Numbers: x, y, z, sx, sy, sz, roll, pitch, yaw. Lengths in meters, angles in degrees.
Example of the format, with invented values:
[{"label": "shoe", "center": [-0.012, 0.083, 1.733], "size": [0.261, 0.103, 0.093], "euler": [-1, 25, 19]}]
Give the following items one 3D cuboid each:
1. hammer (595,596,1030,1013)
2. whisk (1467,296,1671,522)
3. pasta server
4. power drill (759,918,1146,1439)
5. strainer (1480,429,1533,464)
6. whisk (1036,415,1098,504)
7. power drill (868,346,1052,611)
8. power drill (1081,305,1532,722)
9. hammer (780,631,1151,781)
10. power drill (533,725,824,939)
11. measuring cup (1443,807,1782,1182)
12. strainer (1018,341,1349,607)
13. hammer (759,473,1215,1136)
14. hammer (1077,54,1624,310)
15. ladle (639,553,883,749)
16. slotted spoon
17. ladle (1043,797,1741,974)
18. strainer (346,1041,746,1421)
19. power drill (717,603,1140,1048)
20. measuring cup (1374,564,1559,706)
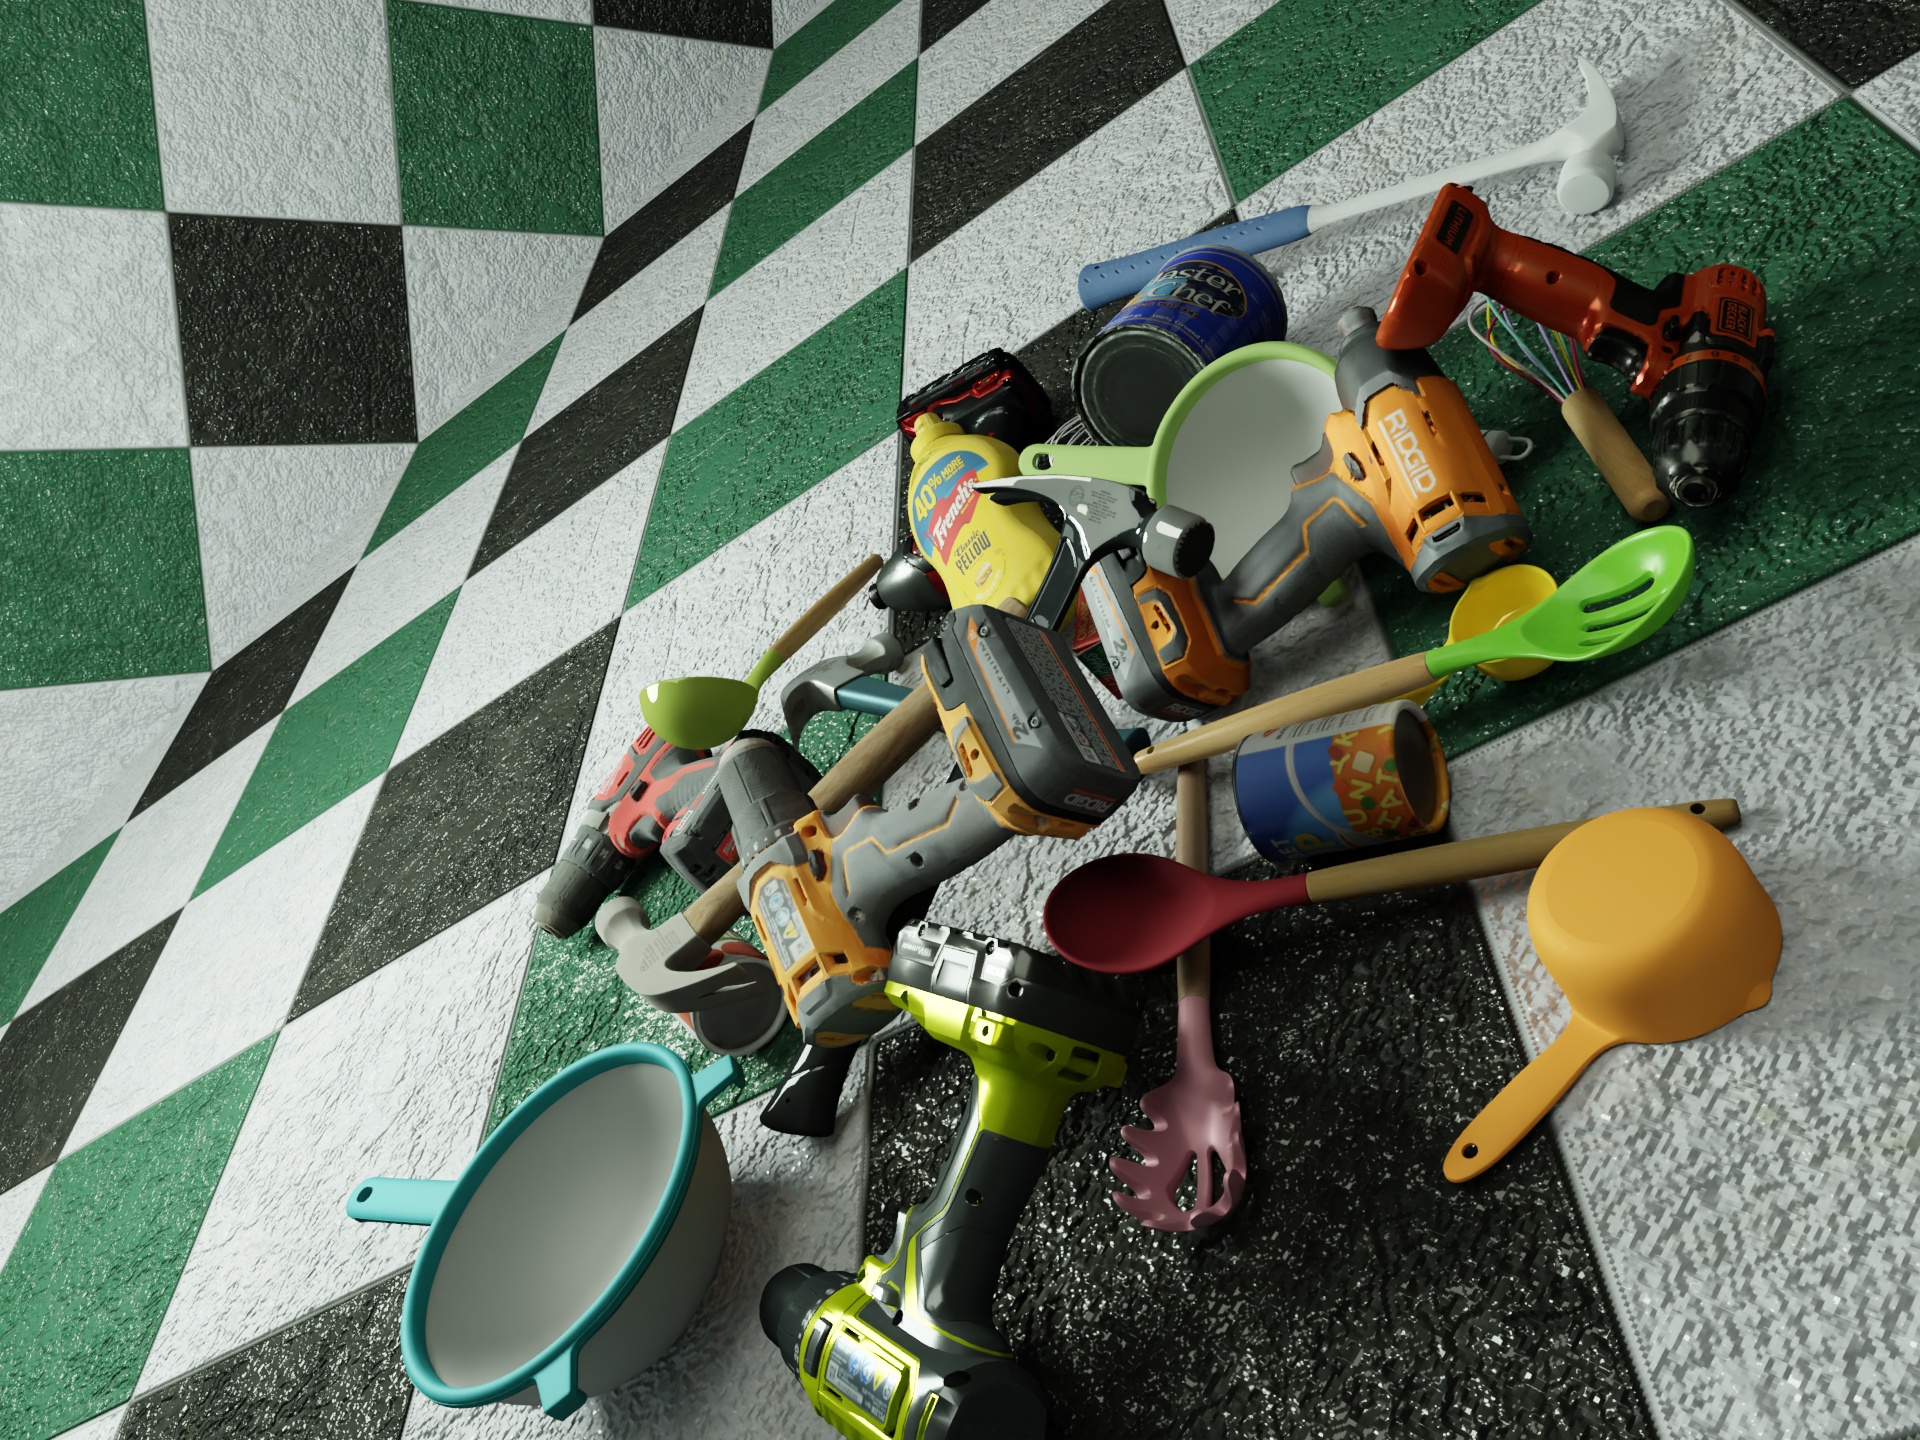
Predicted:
[{"label": "hammer", "center": [-0.075, 0.048, 0.962], "size": [0.331, 0.031, 0.130], "euler": [-44, 40, -6]}, {"label": "whisk", "center": [0.337, -0.184, 0.884], "size": [0.047, 0.051, 0.245], "euler": [-50, 29, 32]}, {"label": "pasta server", "center": [0.112, 0.113, 0.784], "size": [0.060, 0.040, 0.316], "euler": [-19, 38, 23]}, {"label": "power drill", "center": [-0.013, 0.214, 0.731], "size": [0.191, 0.080, 0.228], "euler": [2, 71, 58]}, {"label": "strainer", "center": [0.241, -0.177, 0.981], "size": [0.259, 0.050, 0.087], "euler": [19, 71, 52]}, {"label": "whisk", "center": [0.138, -0.249, 1.176], "size": [0.058, 0.059, 0.246], "euler": [35, 72, 19]}, {"label": "power drill", "center": [-0.001, -0.175, 1.223], "size": [0.143, 0.078, 0.220], "euler": [-24, 40, 29]}, {"label": "power drill", "center": [0.176, -0.112, 0.872], "size": [0.226, 0.084, 0.164], "euler": [-31, 65, 30]}, {"label": "hammer", "center": [-0.002, -0.003, 1.029], "size": [0.128, 0.033, 0.331], "euler": [-30, 26, -32]}, {"label": "power drill", "center": [-0.214, 0.085, 1.157], "size": [0.227, 0.080, 0.188], "euler": [1, 53, 53]}, {"label": "measuring cup", "center": [0.242, 0.107, 0.627], "size": [0.173, 0.052, 0.095], "euler": [-45, 31, -6]}, {"label": "strainer", "center": [0.153, -0.152, 0.990], "size": [0.256, 0.069, 0.151], "euler": [10, 93, 41]}, {"label": "hammer", "center": [-0.011, 0.049, 0.885], "size": [0.149, 0.036, 0.409], "euler": [29, 93, 38]}, {"label": "hammer", "center": [0.265, -0.366, 1.143], "size": [0.405, 0.035, 0.144], "euler": [-6, 47, 37]}, {"label": "ladle", "center": [-0.130, -0.068, 1.169], "size": [0.078, 0.062, 0.320], "euler": [-13, 22, 29]}, {"label": "slotted spoon", "center": [0.212, -0.021, 0.791], "size": [0.314, 0.031, 0.070], "euler": [-22, 33, 40]}, {"label": "ladle", "center": [0.185, 0.071, 0.728], "size": [0.315, 0.031, 0.069], "euler": [-14, 48, 26]}, {"label": "strainer", "center": [-0.243, 0.300, 0.917], "size": [0.340, 0.095, 0.211], "euler": [-13, 40, 43]}, {"label": "power drill", "center": [-0.035, 0.037, 0.838], "size": [0.226, 0.084, 0.186], "euler": [-43, 55, 24]}, {"label": "measuring cup", "center": [0.242, -0.013, 0.804], "size": [0.156, 0.029, 0.062], "euler": [-45, 36, 18]}]
